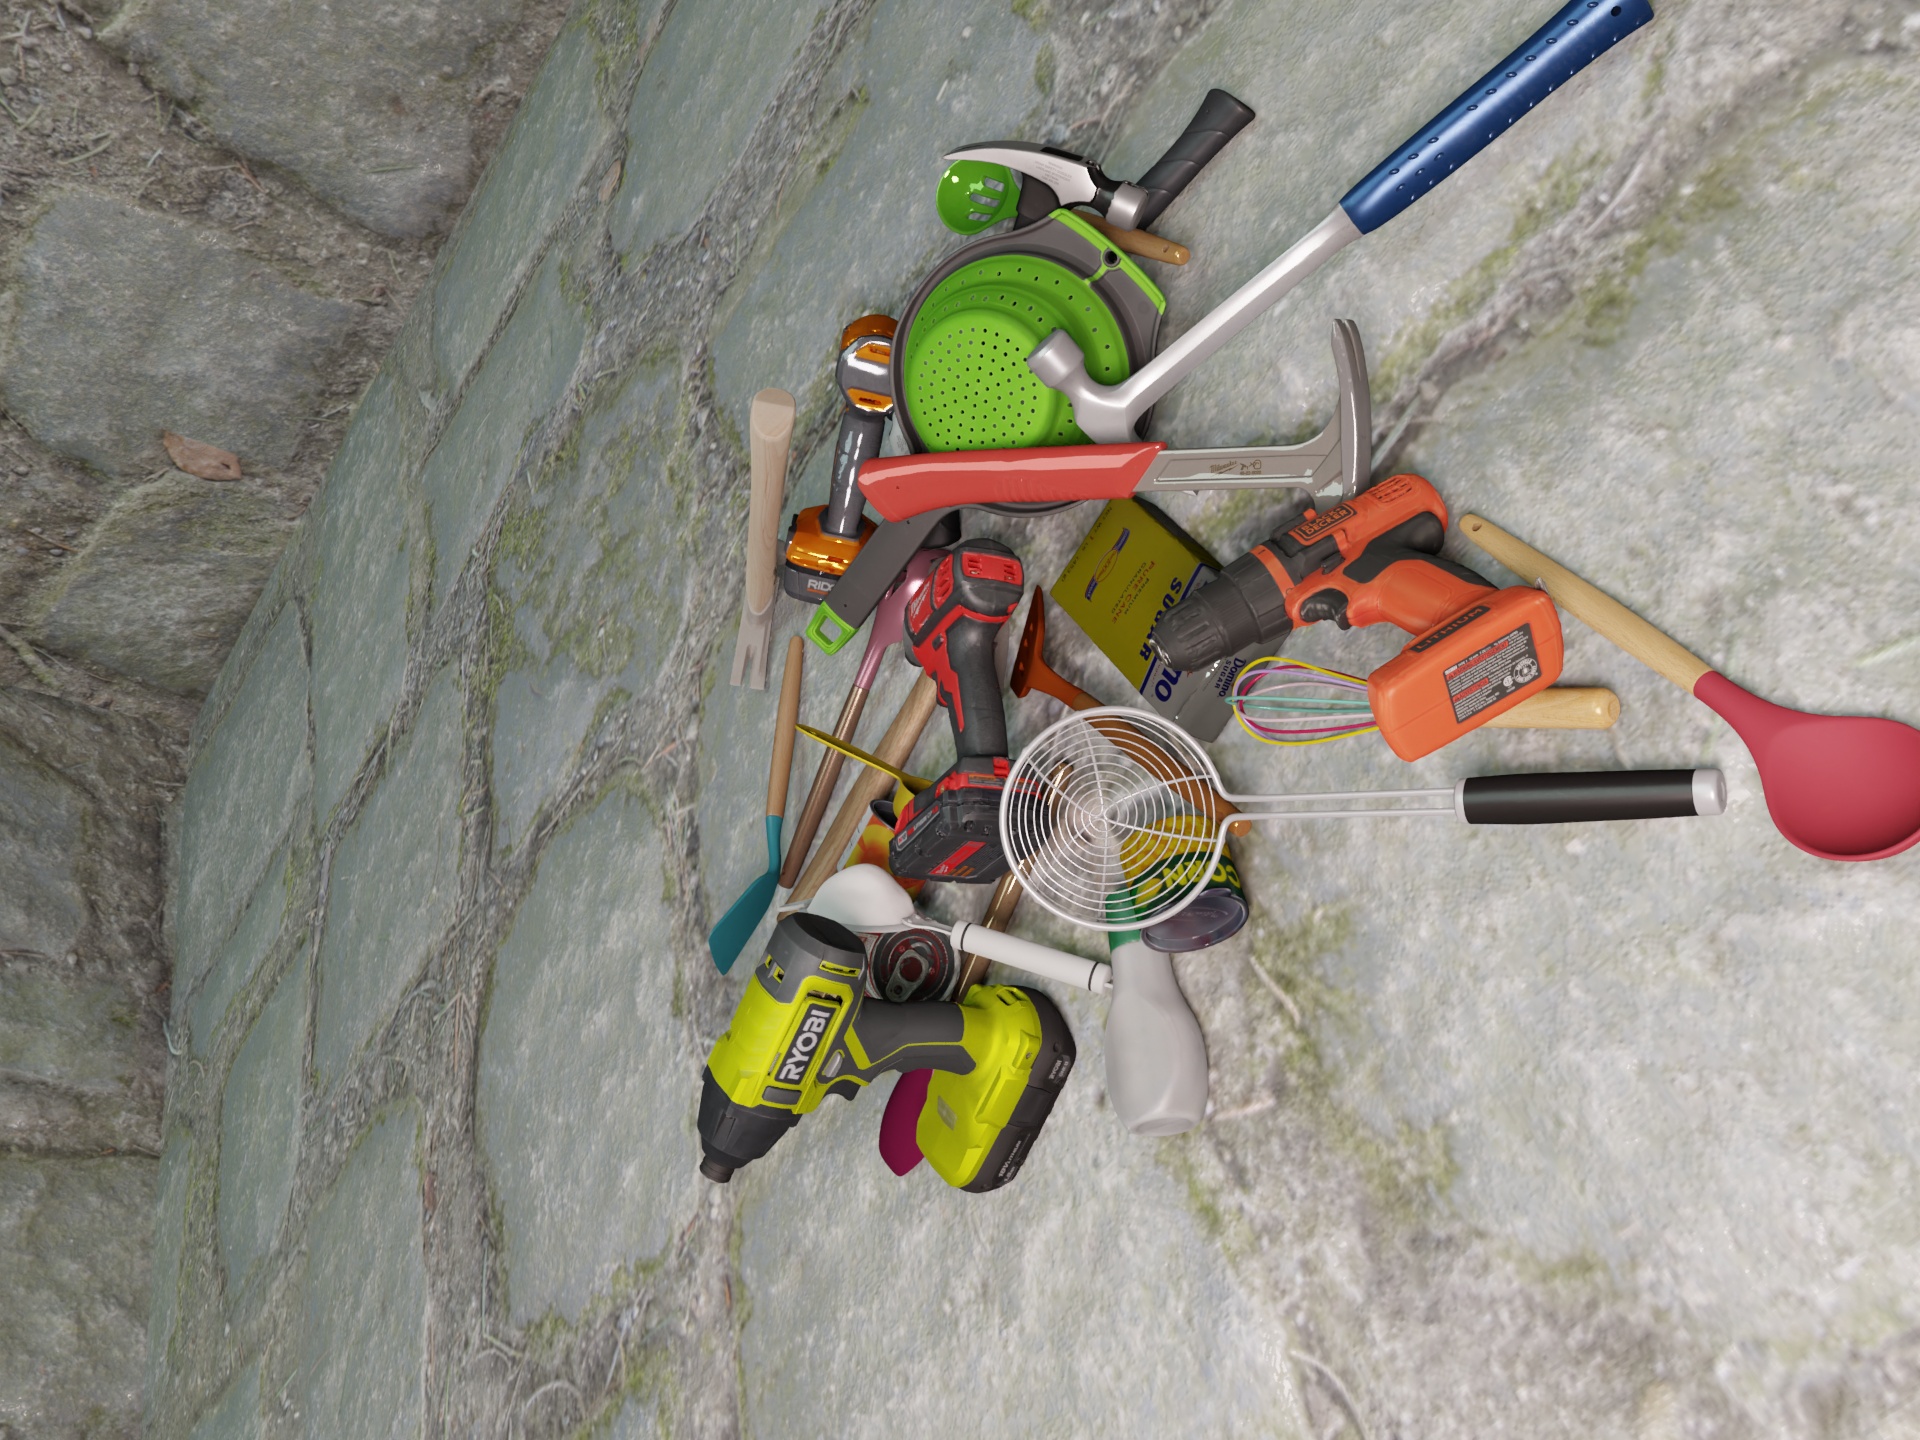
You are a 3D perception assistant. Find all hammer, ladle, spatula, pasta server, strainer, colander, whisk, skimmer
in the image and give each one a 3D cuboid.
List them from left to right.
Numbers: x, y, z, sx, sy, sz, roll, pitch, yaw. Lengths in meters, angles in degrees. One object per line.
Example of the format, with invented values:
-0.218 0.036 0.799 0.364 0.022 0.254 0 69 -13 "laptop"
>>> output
-0.163 -0.150 1.314 0.410 0.038 0.146 118 160 -73 "hammer"
-0.168 0.060 1.369 0.082 0.044 0.318 86 -173 -59 "spatula"
-0.085 -0.002 1.326 0.060 0.040 0.316 36 108 53 "pasta server"
-0.058 0.037 1.265 0.331 0.031 0.130 -60 37 15 "hammer"
-0.017 -0.184 1.167 0.204 0.094 0.397 43 119 5 "colander"
-0.005 0.137 1.050 0.258 0.087 0.050 14 102 22 "strainer"
0.016 -0.275 1.213 0.035 0.146 0.334 -56 -10 -55 "hammer"
0.076 -0.334 1.256 0.409 0.036 0.149 -41 46 34 "hammer"
0.086 -0.170 1.027 0.359 0.036 0.149 4 102 33 "hammer"
0.100 -0.002 1.045 0.323 0.041 0.081 43 123 54 "spatula"
0.191 0.047 0.822 0.363 0.090 0.127 -5 89 38 "skimmer"
0.236 -0.298 0.981 0.405 0.144 0.035 -37 18 27 "hammer"
0.244 -0.011 0.881 0.245 0.051 0.047 1 70 50 "whisk"
0.342 -0.030 0.773 0.069 0.031 0.316 -47 38 9 "ladle"

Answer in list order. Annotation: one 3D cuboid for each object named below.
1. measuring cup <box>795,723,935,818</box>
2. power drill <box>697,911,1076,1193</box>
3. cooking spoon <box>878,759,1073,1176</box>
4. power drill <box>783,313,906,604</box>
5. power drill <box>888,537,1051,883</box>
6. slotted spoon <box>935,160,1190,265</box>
-0.064 0.046 1.198 0.157 0.062 0.029 26 104 20 "measuring cup"
-0.051 0.223 1.002 0.080 0.223 0.171 37 105 53 "power drill"
0.010 0.174 1.121 0.069 0.017 0.319 33 101 55 "cooking spoon"
-0.086 -0.222 1.317 0.164 0.084 0.226 -94 17 -65 "power drill"
-0.002 -0.004 1.117 0.143 0.078 0.220 137 136 -56 "power drill"
0.075 -0.388 1.231 0.314 0.031 0.070 38 106 49 "slotted spoon"
